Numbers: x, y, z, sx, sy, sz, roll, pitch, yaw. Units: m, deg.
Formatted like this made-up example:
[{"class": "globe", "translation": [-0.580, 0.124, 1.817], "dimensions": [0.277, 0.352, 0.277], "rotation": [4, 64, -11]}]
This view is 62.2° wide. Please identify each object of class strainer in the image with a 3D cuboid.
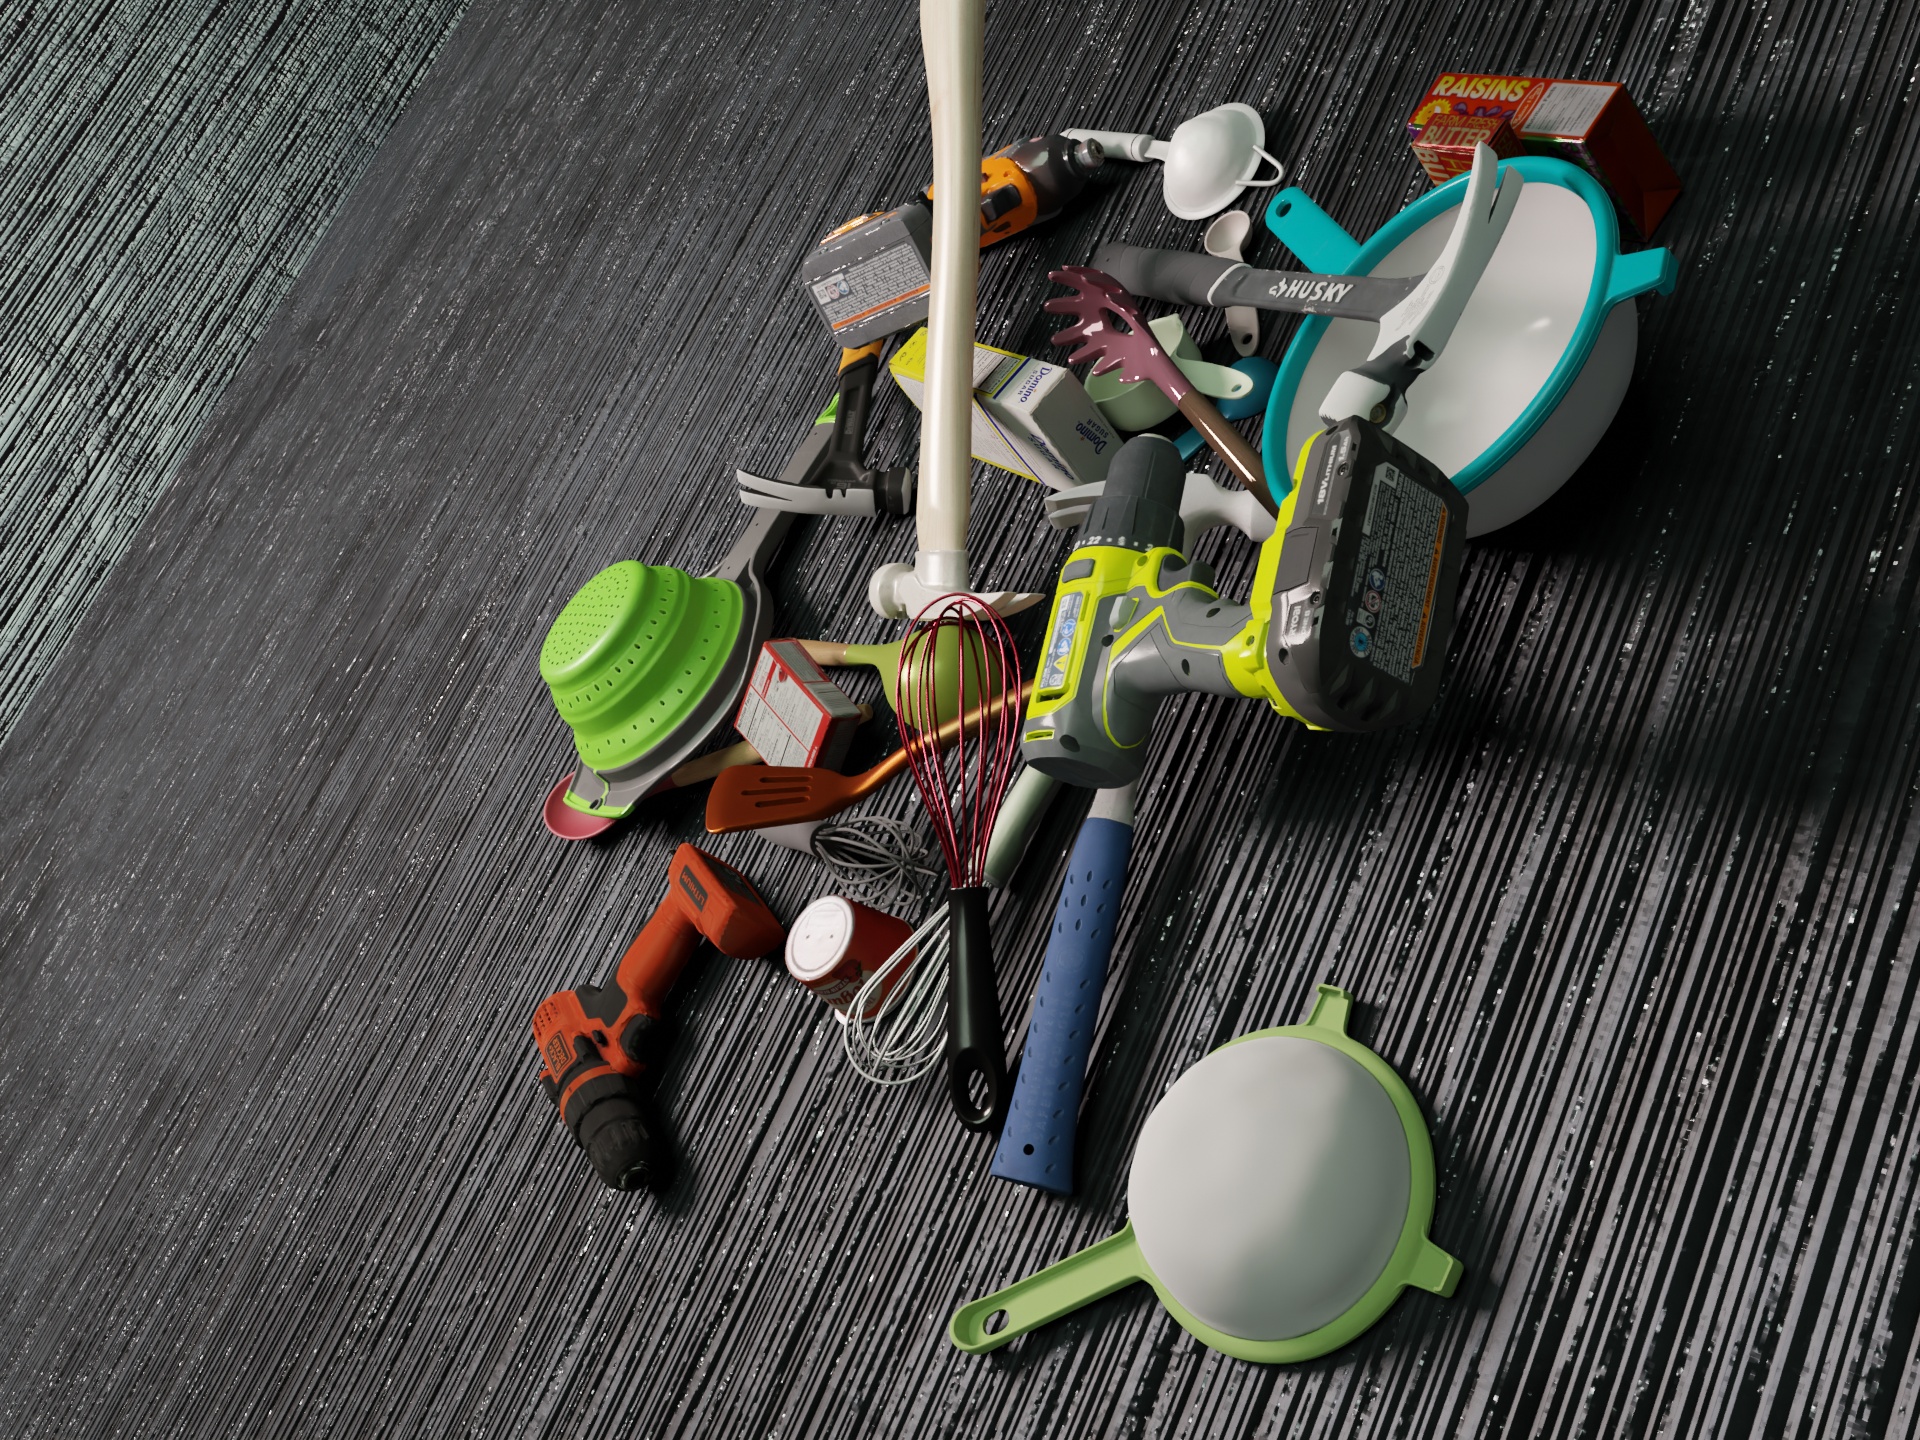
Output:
[{"class": "strainer", "translation": [0.251, -0.205, 0.857], "dimensions": [0.211, 0.095, 0.341], "rotation": [-50, 29, 23]}, {"class": "strainer", "translation": [0.084, 0.225, 0.719], "dimensions": [0.256, 0.069, 0.152], "rotation": [-33, 44, 20]}, {"class": "strainer", "translation": [0.137, -0.417, 1.162], "dimensions": [0.259, 0.050, 0.087], "rotation": [36, 102, 54]}]

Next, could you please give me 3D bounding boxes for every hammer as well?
[{"class": "hammer", "translation": [0.077, 0.045, 0.858], "dimensions": [0.144, 0.035, 0.406], "rotation": [8, 70, 18]}, {"class": "hammer", "translation": [0.166, -0.253, 0.910], "dimensions": [0.149, 0.036, 0.409], "rotation": [-58, 24, 6]}, {"class": "hammer", "translation": [-0.086, -0.291, 1.256], "dimensions": [0.127, 0.034, 0.337], "rotation": [3, 53, 4]}, {"class": "hammer", "translation": [0.001, -0.267, 0.992], "dimensions": [0.146, 0.038, 0.410], "rotation": [6, 96, 54]}]

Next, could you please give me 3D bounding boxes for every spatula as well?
[{"class": "spatula", "translation": [-0.001, -0.003, 0.943], "dimensions": [0.322, 0.041, 0.081], "rotation": [-25, 24, 11]}]

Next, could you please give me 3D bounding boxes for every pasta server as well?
[{"class": "pasta server", "translation": [0.137, -0.165, 0.903], "dimensions": [0.040, 0.060, 0.317], "rotation": [-15, 50, -21]}]

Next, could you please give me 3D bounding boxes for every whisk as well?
[{"class": "whisk", "translation": [0.003, 0.072, 0.867], "dimensions": [0.073, 0.073, 0.296], "rotation": [-12, 76, 39]}, {"class": "whisk", "translation": [0.011, 0.097, 0.910], "dimensions": [0.059, 0.057, 0.246], "rotation": [28, 79, 16]}, {"class": "whisk", "translation": [-0.081, 0.075, 0.991], "dimensions": [0.239, 0.055, 0.055], "rotation": [10, 69, 61]}]

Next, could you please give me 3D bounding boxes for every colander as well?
[{"class": "colander", "translation": [-0.203, -0.118, 1.202], "dimensions": [0.205, 0.094, 0.397], "rotation": [6, 61, 52]}]

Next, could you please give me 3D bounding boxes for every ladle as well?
[{"class": "ladle", "translation": [-0.188, 0.033, 1.158], "dimensions": [0.315, 0.031, 0.069], "rotation": [-18, 50, 33]}, {"class": "ladle", "translation": [-0.081, -0.036, 1.100], "dimensions": [0.078, 0.062, 0.320], "rotation": [-44, 27, -24]}]

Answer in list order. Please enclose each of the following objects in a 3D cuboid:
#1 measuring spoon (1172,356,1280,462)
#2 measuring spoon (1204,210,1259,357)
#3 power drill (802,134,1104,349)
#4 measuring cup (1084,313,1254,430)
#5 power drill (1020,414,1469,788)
[{"class": "measuring spoon", "translation": [0.144, -0.183, 0.994], "dimensions": [0.128, 0.021, 0.042], "rotation": [-40, 41, 13]}, {"class": "measuring spoon", "translation": [0.184, -0.282, 1.040], "dimensions": [0.034, 0.018, 0.124], "rotation": [-23, 55, 31]}, {"class": "power drill", "translation": [0.003, -0.365, 1.169], "dimensions": [0.164, 0.084, 0.226], "rotation": [-11, 27, 39]}, {"class": "measuring cup", "translation": [0.139, -0.206, 0.987], "dimensions": [0.083, 0.038, 0.168], "rotation": [-46, 31, -4]}, {"class": "power drill", "translation": [0.126, -0.068, 0.772], "dimensions": [0.228, 0.080, 0.191], "rotation": [-8, 63, 56]}]
